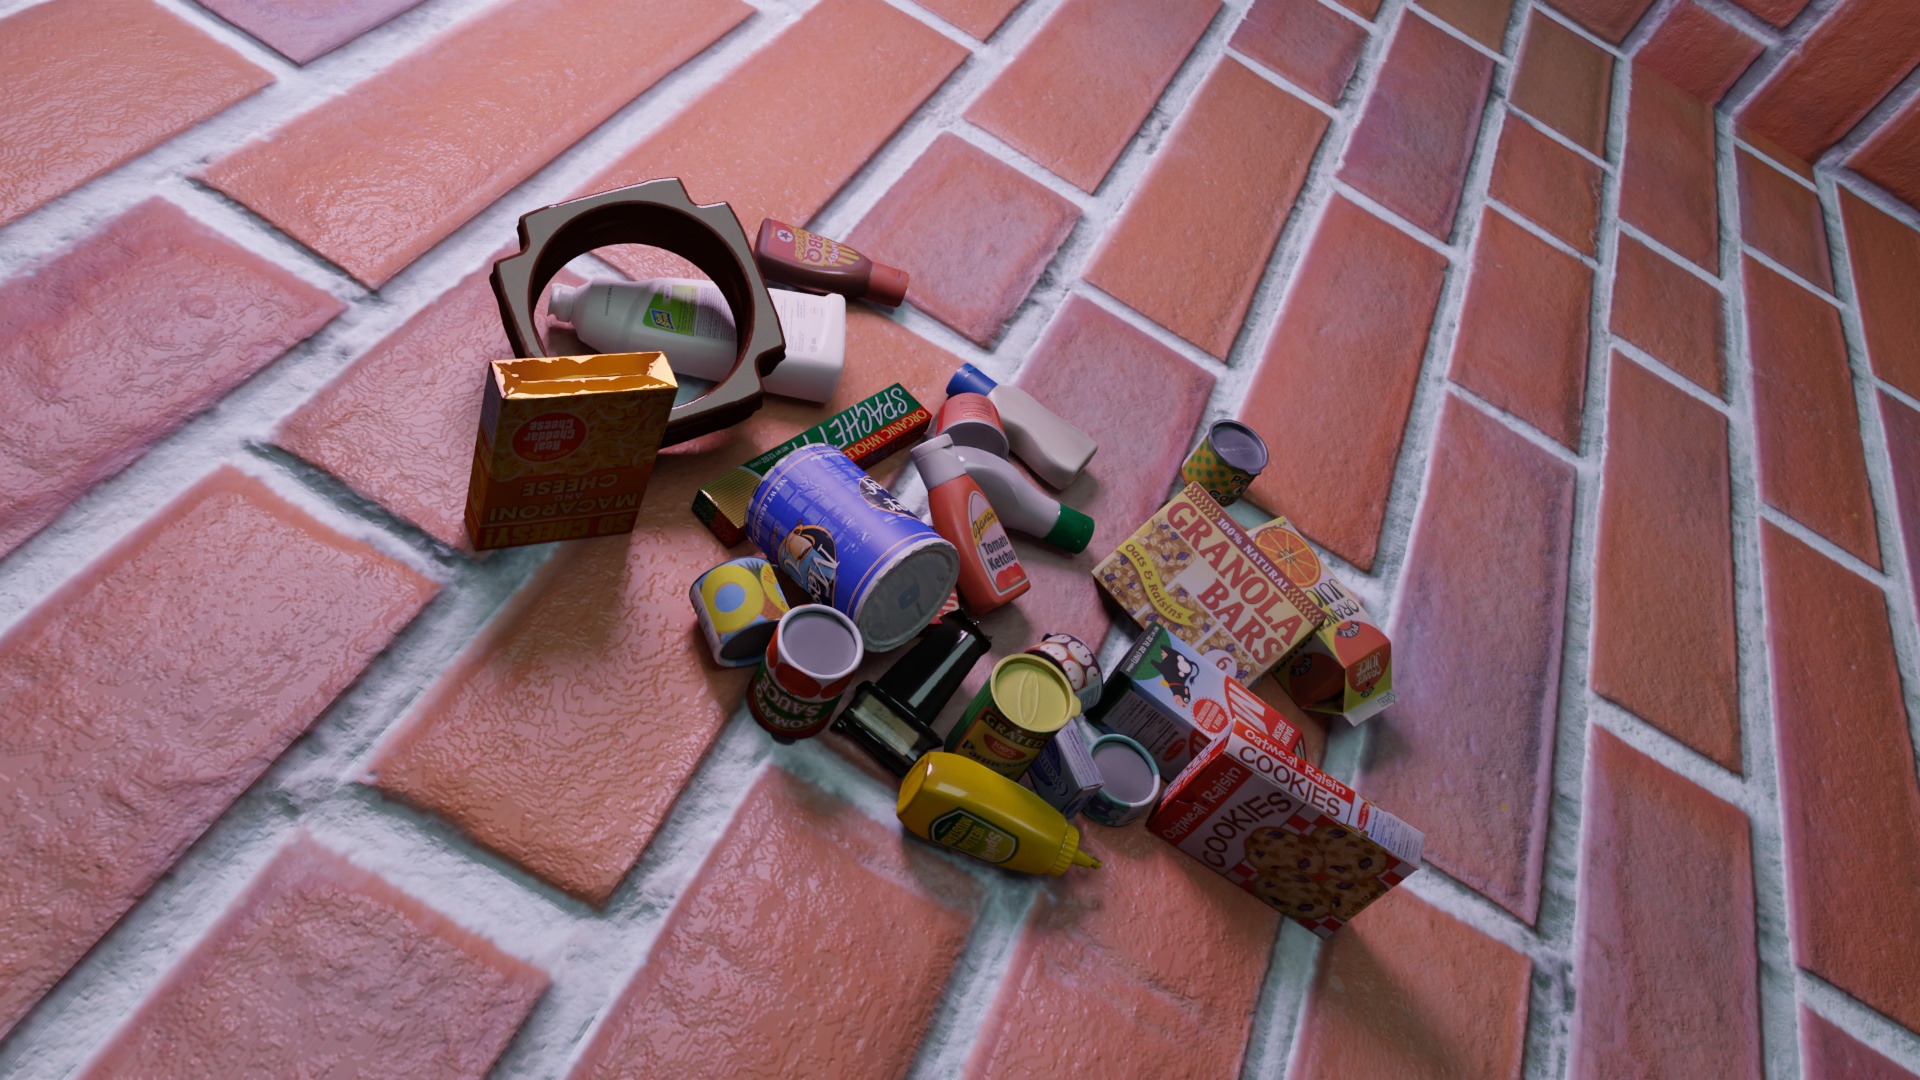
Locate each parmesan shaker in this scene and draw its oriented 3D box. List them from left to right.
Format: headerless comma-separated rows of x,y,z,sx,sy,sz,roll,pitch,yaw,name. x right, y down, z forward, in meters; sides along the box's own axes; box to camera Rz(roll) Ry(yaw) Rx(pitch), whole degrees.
0.037,0.141,1.038,0.071,0.102,0.072,14,48,-16,parmesan shaker

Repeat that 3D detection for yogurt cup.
0.008,-0.097,1.254,0.072,0.072,0.054,15,39,-15,yogurt cup

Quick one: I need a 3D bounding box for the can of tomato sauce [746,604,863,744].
-0.114,0.097,1.013,0.071,0.082,0.071,14,47,-16,can of tomato sauce

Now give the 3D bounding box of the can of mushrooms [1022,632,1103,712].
0.078,0.109,1.112,0.033,0.070,0.071,-23,65,-37,can of mushrooms

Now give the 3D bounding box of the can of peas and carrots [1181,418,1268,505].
0.261,-0.074,1.365,0.071,0.058,0.071,14,48,-16,can of peas and carrots

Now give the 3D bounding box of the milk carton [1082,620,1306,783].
0.204,0.160,1.126,0.191,0.073,0.073,38,45,6,milk carton

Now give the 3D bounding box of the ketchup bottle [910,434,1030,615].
0.004,-0.015,1.158,0.065,0.043,0.149,-24,89,-54,ketchup bottle

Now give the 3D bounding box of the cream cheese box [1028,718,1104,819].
0.070,0.159,1.074,0.024,0.053,0.104,-5,55,-32,cream cheese box

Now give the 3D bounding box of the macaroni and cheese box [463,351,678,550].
-0.285,-0.064,1.006,0.124,0.165,0.040,-8,57,-32,macaroni and cheese box

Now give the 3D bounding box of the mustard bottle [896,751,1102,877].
0.035,0.208,1.009,0.160,0.065,0.049,25,41,-11,mustard bottle

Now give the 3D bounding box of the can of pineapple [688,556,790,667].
-0.161,0.053,1.038,0.071,0.070,0.058,-10,59,-33,can of pineapple

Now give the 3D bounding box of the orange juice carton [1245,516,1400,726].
0.312,0.079,1.250,0.072,0.072,0.193,-20,64,-37,orange juice carton

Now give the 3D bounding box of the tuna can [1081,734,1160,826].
0.119,0.186,1.090,0.071,0.032,0.071,14,48,-16,tuna can

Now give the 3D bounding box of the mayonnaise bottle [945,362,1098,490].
0.055,-0.111,1.305,0.148,0.041,0.065,37,44,8,mayonnaise bottle

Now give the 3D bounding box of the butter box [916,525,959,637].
-0.034,0.033,1.149,0.053,0.024,0.104,4,51,-23,butter box

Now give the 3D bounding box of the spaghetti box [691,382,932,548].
-0.120,-0.070,1.190,0.050,0.028,0.251,45,47,12,spaghetti box

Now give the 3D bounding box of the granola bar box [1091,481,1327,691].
0.213,0.049,1.202,0.124,0.039,0.166,-41,73,-2,granola bar box

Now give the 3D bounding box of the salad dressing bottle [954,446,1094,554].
0.047,-0.033,1.224,0.147,0.064,0.044,25,35,-17,salad dressing bottle

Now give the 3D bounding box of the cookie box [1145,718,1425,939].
0.244,0.222,1.059,0.167,0.122,0.040,32,45,1,cookie box

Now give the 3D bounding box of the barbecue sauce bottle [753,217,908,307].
-0.125,-0.263,1.342,0.148,0.043,0.065,15,47,-16,barbecue sauce bottle
